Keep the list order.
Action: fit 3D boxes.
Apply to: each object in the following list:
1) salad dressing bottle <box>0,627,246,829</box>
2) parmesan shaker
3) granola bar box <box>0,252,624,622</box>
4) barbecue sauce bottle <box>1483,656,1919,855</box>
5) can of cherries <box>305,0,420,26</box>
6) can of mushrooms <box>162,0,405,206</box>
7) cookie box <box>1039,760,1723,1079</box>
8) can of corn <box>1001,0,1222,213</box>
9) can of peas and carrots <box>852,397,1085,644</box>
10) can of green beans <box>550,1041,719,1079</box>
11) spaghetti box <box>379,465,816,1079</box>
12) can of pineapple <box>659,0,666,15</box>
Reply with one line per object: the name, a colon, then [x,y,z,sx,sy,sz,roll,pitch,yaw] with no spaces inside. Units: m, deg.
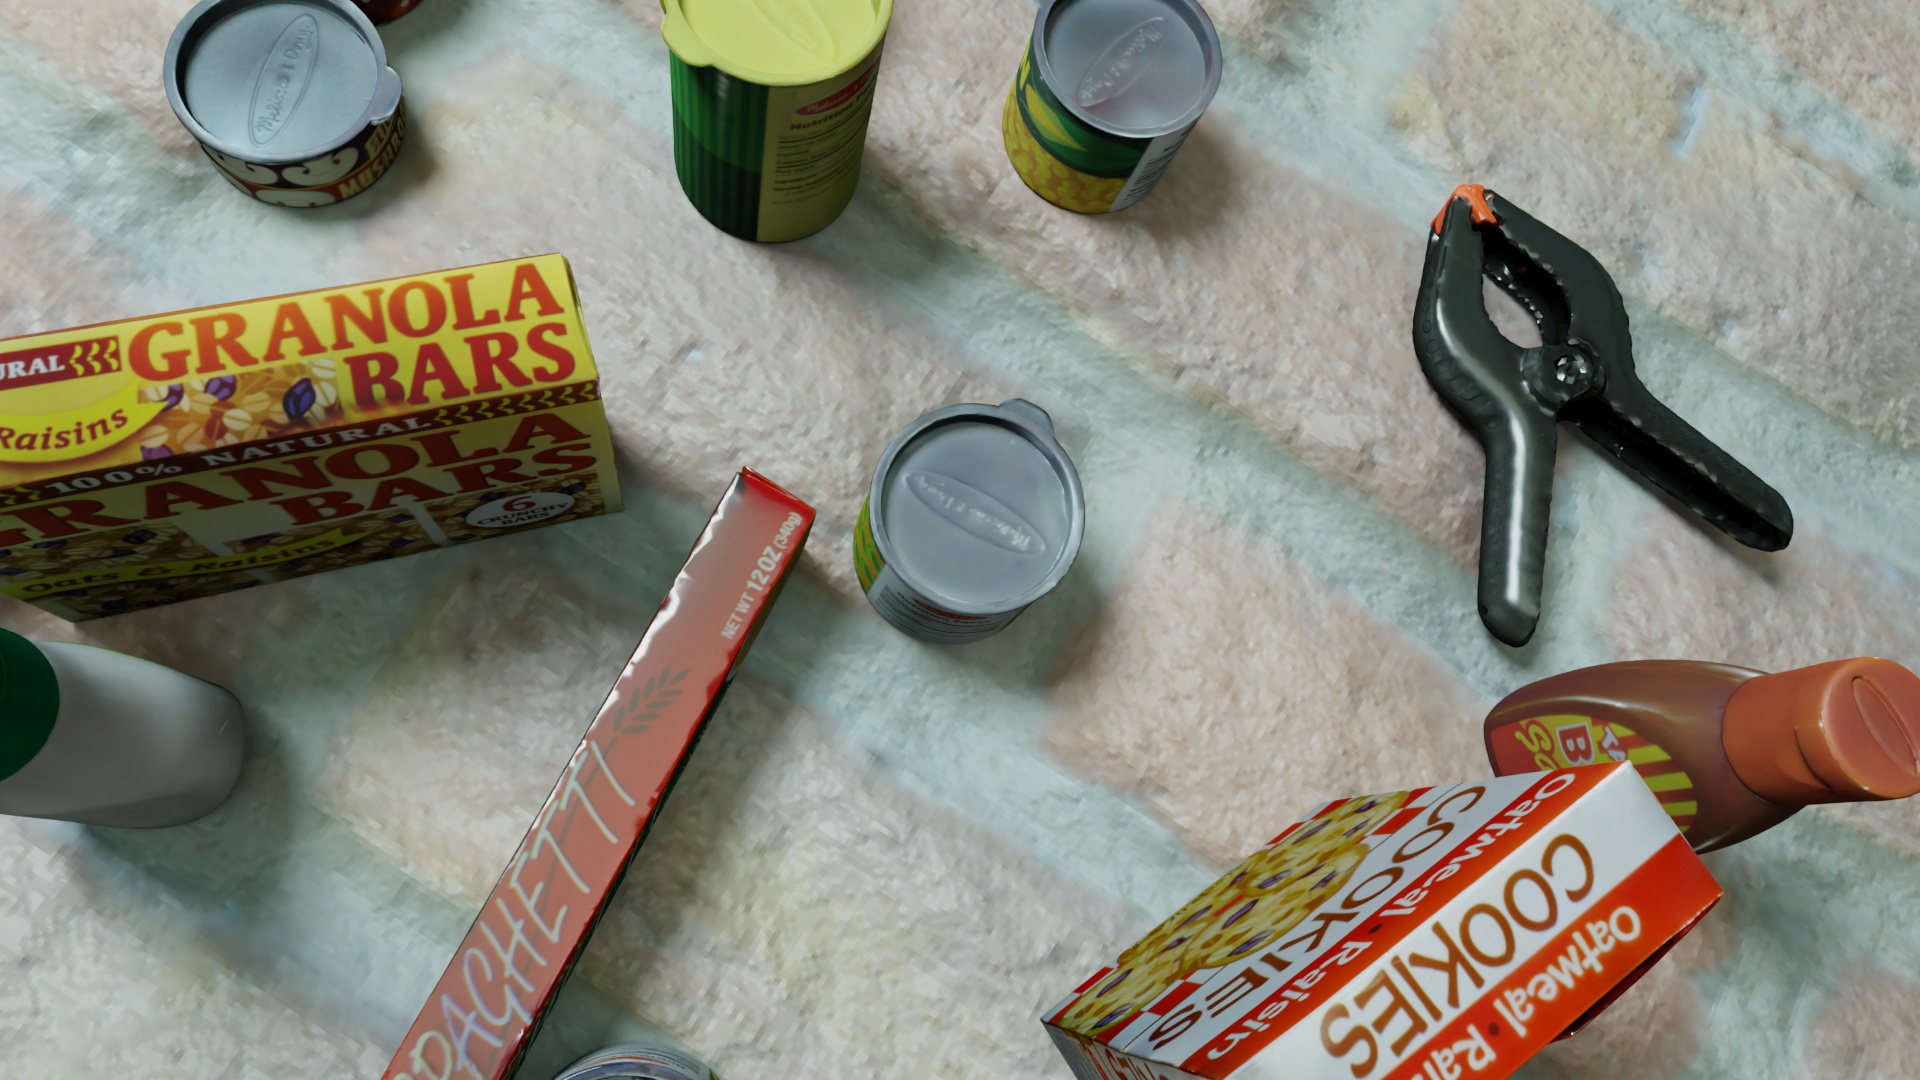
salad dressing bottle: [-0.224,0.046,0.341,0.064,0.147,0.044,0,76,-10]
parmesan shaker: [-0.063,-0.146,0.446,0.071,0.102,0.071,3,75,-10]
granola bar box: [-0.182,-0.025,0.380,0.166,0.124,0.039,-12,79,-13]
barbecue sauce bottle: [0.220,0.064,0.419,0.044,0.148,0.065,-26,82,-16]
can of cherries: [-0.211,-0.212,0.459,0.071,0.058,0.071,3,75,-10]
can of mushrooms: [-0.216,-0.145,0.453,0.071,0.033,0.071,3,75,-10]
cookie box: [0.099,0.115,0.373,0.123,0.167,0.040,-32,83,-16]
can of corn: [0.050,-0.160,0.494,0.071,0.058,0.071,3,75,-10]
can of peas and carrots: [0.002,-0.006,0.444,0.071,0.058,0.071,3,75,-10]
can of green beans: [-0.092,0.174,0.379,0.071,0.057,0.071,3,75,-10]
spaghetti box: [-0.113,0.095,0.400,0.029,0.050,0.251,28,72,-2]
can of pineapple: [-0.074,-0.212,0.485,0.071,0.057,0.071,3,75,-10]
